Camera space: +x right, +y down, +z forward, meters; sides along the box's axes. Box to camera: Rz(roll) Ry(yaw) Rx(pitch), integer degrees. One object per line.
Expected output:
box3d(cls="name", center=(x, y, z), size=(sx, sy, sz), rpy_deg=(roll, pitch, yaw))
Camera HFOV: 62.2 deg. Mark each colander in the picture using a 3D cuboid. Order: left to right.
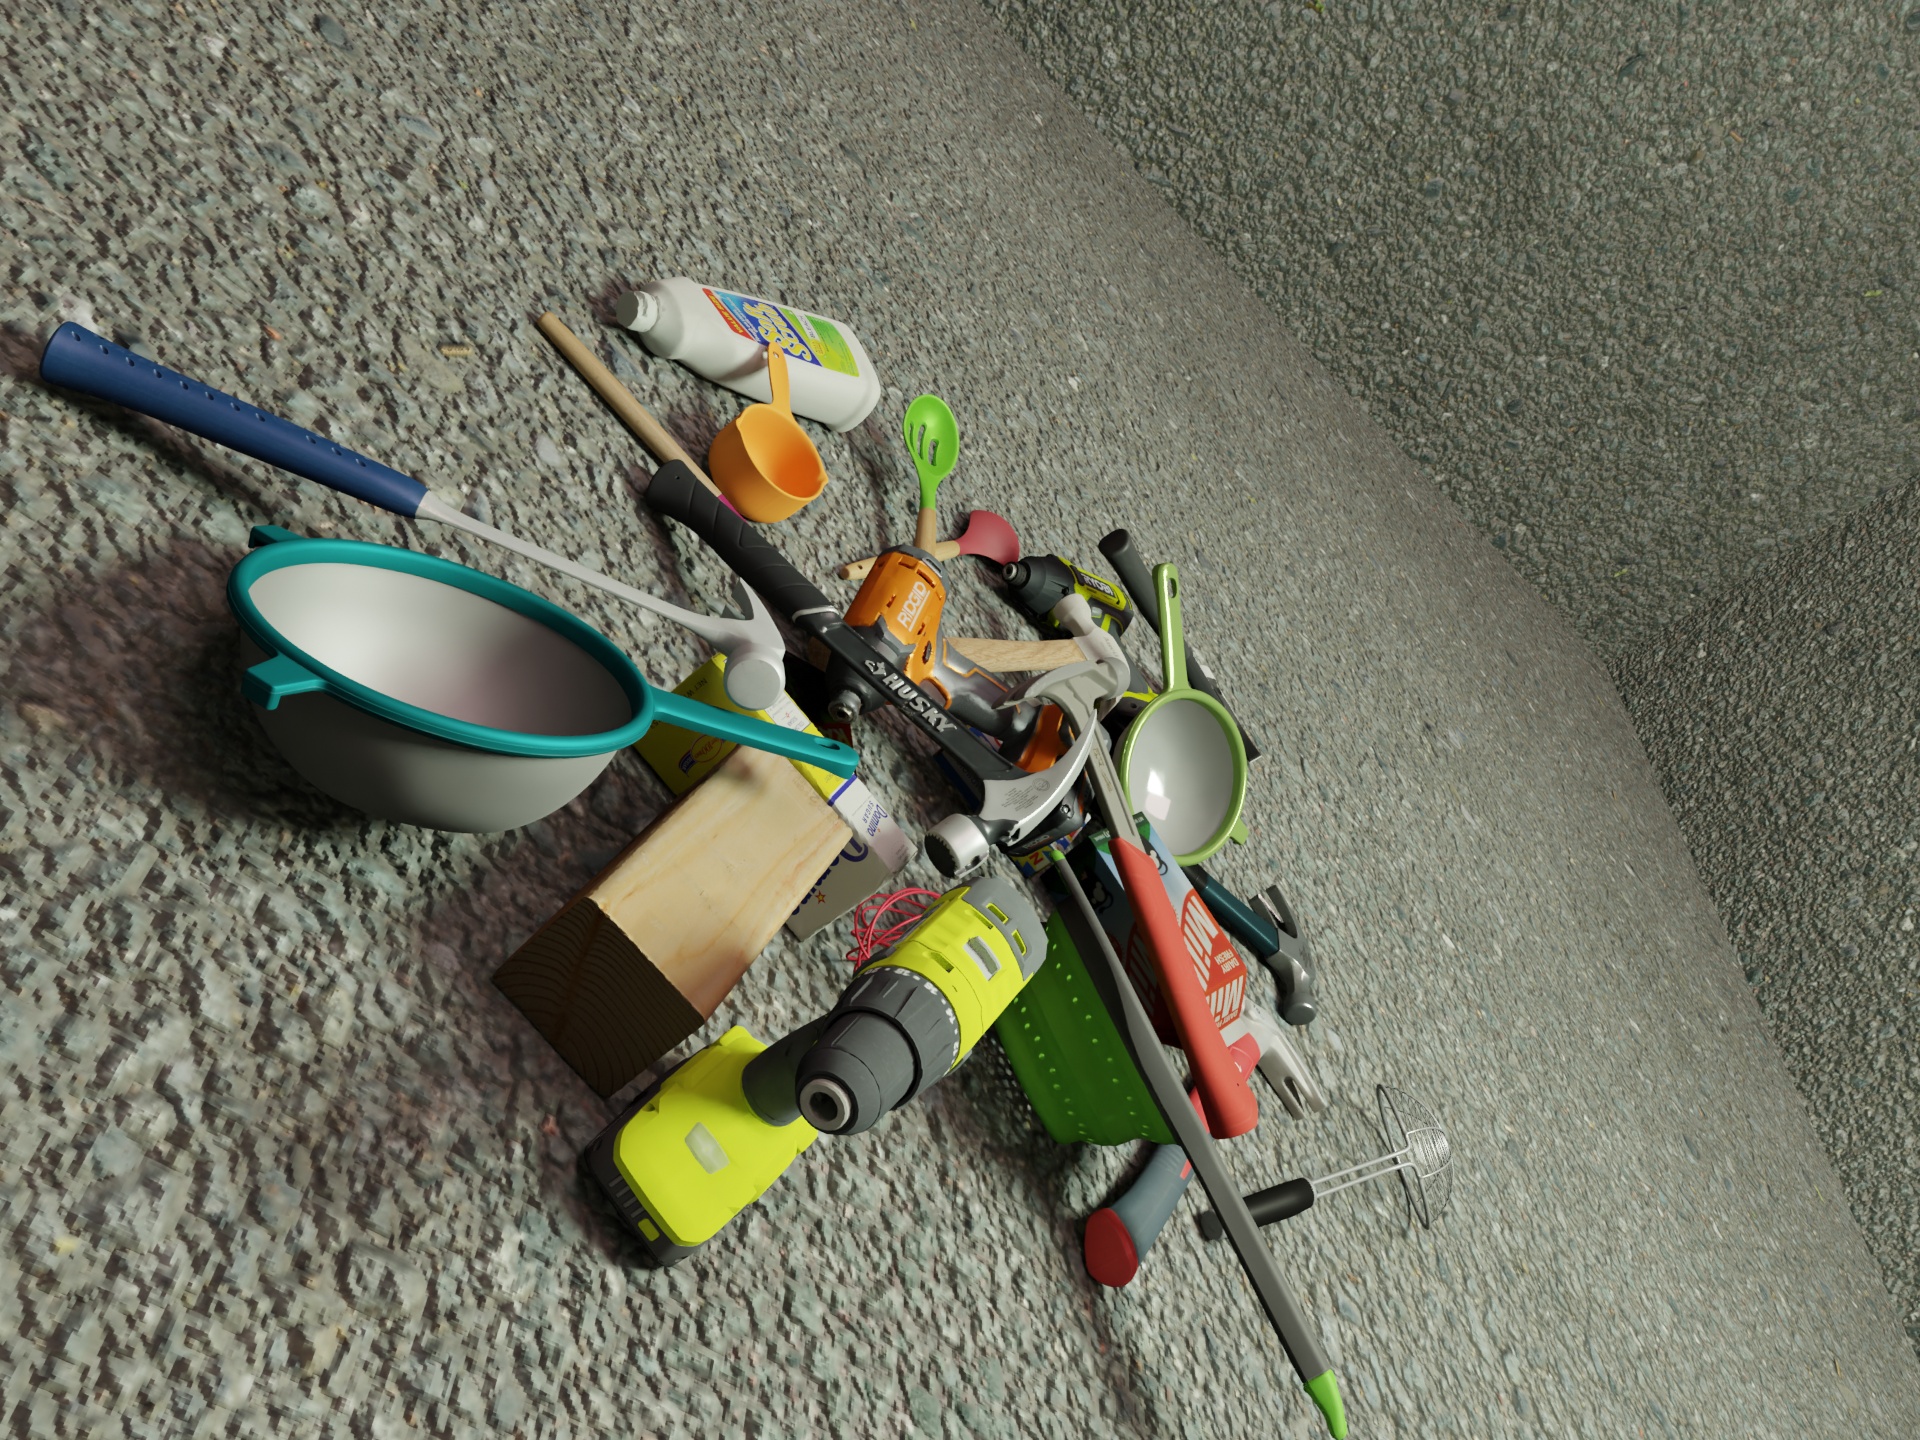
box3d(cls="colander", center=(0.115, 0.280, 1.026), size=(0.397, 0.094, 0.204), rpy_deg=(63, 1, 25))

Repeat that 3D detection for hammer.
box3d(cls="hammer", center=(-0.286, -0.115, 0.877), size=(0.405, 0.035, 0.144), rpy_deg=(23, 15, -16))
box3d(cls="hammer", center=(-0.081, -0.062, 1.077), size=(0.149, 0.036, 0.409), rpy_deg=(-32, 58, -28))
box3d(cls="hammer", center=(0.016, -0.051, 1.300), size=(0.331, 0.031, 0.130), rpy_deg=(-2, 51, -42))
box3d(cls="hammer", center=(0.131, 0.131, 1.146), size=(0.149, 0.037, 0.359), rpy_deg=(-18, 88, -54))
box3d(cls="hammer", center=(0.211, -0.075, 1.556), size=(0.334, 0.035, 0.146), rpy_deg=(50, 13, -48))
box3d(cls="hammer", center=(0.207, 0.139, 1.434), size=(0.330, 0.033, 0.128), rpy_deg=(40, 32, -22))
box3d(cls="hammer", center=(0.185, 0.319, 1.195), size=(0.143, 0.038, 0.386), rpy_deg=(55, 28, 2))

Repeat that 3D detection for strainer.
box3d(cls="strainer", center=(-0.217, 0.012, 0.837), size=(0.340, 0.095, 0.211), rpy_deg=(17, 19, -30))
box3d(cls="strainer", center=(0.168, -0.005, 1.362), size=(0.151, 0.069, 0.256), rpy_deg=(-7, 93, -37))

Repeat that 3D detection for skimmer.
box3d(cls="skimmer", center=(0.295, 0.379, 1.299), size=(0.363, 0.090, 0.127), rpy_deg=(0, 68, -44))

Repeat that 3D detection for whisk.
box3d(cls="whisk", center=(0.010, 0.156, 1.109), size=(0.295, 0.073, 0.073), rpy_deg=(13, 47, -59))

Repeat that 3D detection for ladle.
box3d(cls="ladle", center=(-0.021, -0.153, 1.438), size=(0.069, 0.031, 0.315), rpy_deg=(57, 30, 6))

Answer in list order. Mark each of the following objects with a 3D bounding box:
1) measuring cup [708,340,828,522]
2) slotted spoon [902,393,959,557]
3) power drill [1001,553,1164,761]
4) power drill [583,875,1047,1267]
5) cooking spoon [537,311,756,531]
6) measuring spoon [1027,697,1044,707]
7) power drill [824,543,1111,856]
box3d(cls="measuring cup", center=(-0.160, -0.233, 1.279), size=(0.095, 0.052, 0.174), rpy_deg=(28, 42, -39))
box3d(cls="slotted spoon", center=(-0.032, -0.162, 1.382), size=(0.070, 0.031, 0.314), rpy_deg=(33, 44, -36))
box3d(cls="power drill", center=(0.127, -0.055, 1.495), size=(0.171, 0.080, 0.223), rpy_deg=(18, 40, -48))
box3d(cls="power drill", center=(-0.076, 0.175, 0.772), size=(0.080, 0.228, 0.190), rpy_deg=(53, 28, 1))
box3d(cls="cooking spoon", center=(-0.204, -0.185, 1.204), size=(0.319, 0.017, 0.069), rpy_deg=(47, -2, -7))
box3d(cls="measuring spoon", center=(0.033, -0.004, 1.364), size=(0.124, 0.018, 0.034), rpy_deg=(2, 54, -47))
box3d(cls="power drill", center=(-0.002, -0.004, 1.165), size=(0.226, 0.084, 0.164), rpy_deg=(43, 43, -18))
